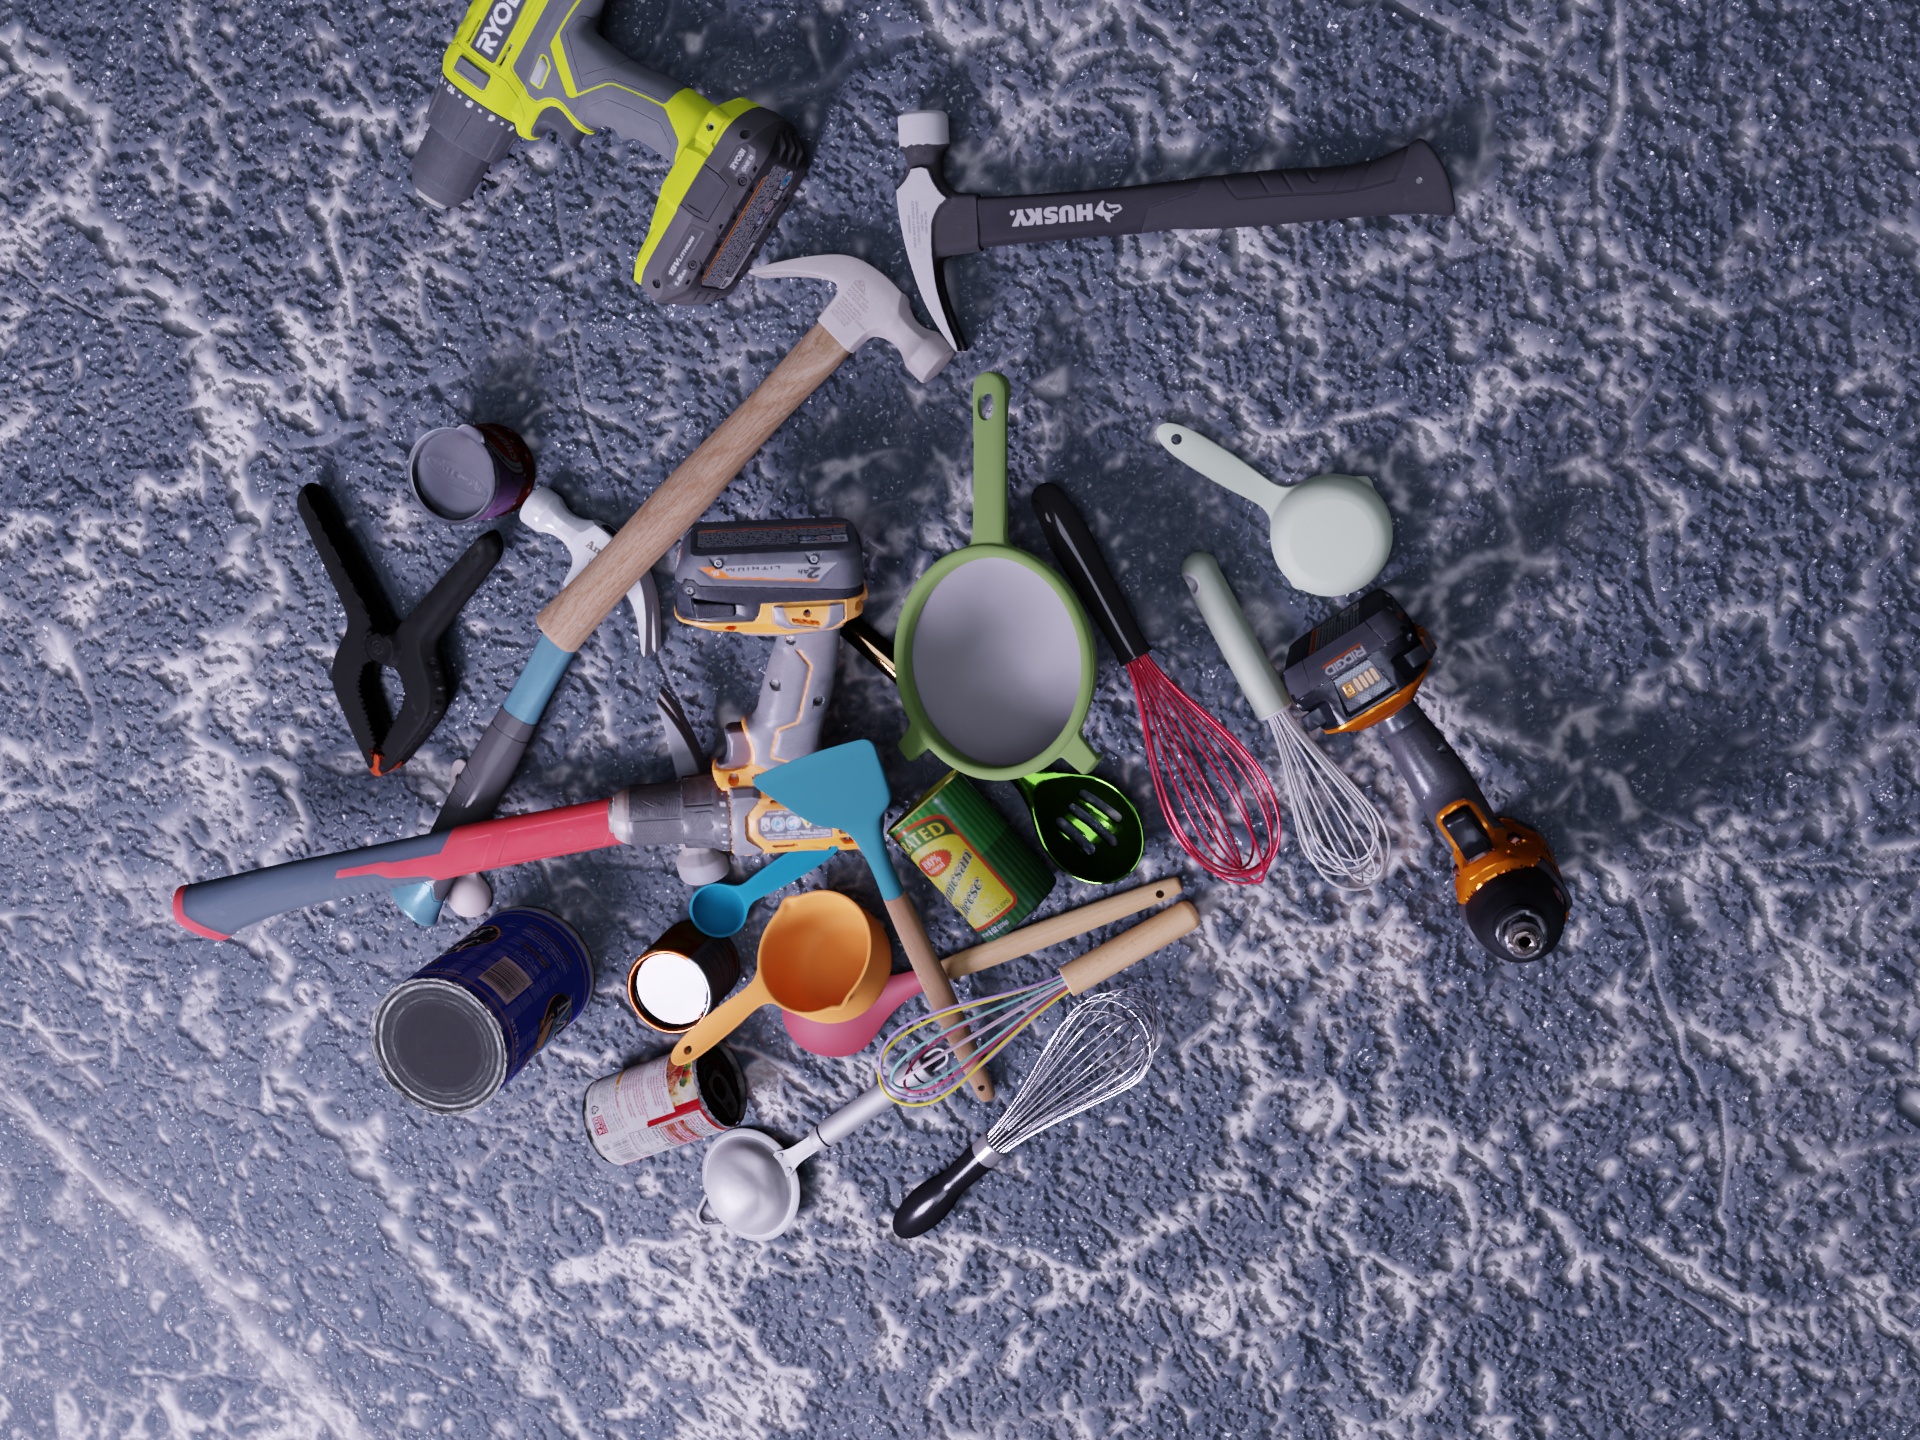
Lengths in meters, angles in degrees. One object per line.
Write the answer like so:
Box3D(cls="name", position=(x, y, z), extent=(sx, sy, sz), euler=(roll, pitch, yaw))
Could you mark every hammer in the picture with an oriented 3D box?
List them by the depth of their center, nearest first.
Box3D(cls="hammer", position=(0.128, -0.309, 0.972), extent=(0.335, 0.035, 0.146), euler=(-1, 103, 12))
Box3D(cls="hammer", position=(-0.163, -0.173, 1.053), extent=(0.331, 0.031, 0.130), euler=(-44, 89, 11))
Box3D(cls="hammer", position=(-0.366, 0.080, 1.118), extent=(0.386, 0.038, 0.143), euler=(-11, 113, 1))
Box3D(cls="hammer", position=(-0.323, 0.006, 1.140), extent=(0.128, 0.033, 0.331), euler=(33, 105, 3))

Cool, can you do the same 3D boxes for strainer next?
Box3D(cls="strainer", position=(0.034, -0.092, 1.023), extent=(0.151, 0.069, 0.256), euler=(3, 96, 35))
Box3D(cls="strainer", position=(-0.111, 0.312, 1.176), extent=(0.258, 0.050, 0.087), euler=(-37, 79, 15))

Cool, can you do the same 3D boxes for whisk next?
Box3D(cls="whisk", position=(0.208, 0.000, 1.029), extent=(0.059, 0.058, 0.246), euler=(-30, 93, -17))
Box3D(cls="whisk", position=(0.124, -0.024, 1.032), extent=(0.073, 0.073, 0.296), euler=(-29, 90, 17))
Box3D(cls="whisk", position=(0.055, 0.192, 1.079), extent=(0.245, 0.047, 0.051), euler=(-29, 125, -1))
Box3D(cls="whisk", position=(0.042, 0.285, 1.130), extent=(0.070, 0.070, 0.284), euler=(43, 114, 0))

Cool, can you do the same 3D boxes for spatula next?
Box3D(cls="spatula", position=(-0.038, 0.144, 1.071), extent=(0.082, 0.044, 0.317), euler=(-19, 115, 10))

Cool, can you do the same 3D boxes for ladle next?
Box3D(cls="ladle", position=(0.009, 0.170, 1.121), extent=(0.315, 0.031, 0.069), euler=(-23, 97, 15))

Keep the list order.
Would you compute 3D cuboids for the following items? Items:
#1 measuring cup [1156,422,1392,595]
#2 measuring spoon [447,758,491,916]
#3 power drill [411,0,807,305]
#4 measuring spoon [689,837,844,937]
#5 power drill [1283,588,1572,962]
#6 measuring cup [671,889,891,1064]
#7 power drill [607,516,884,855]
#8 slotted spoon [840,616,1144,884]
Box3D(cls="measuring cup", position=(0.194, -0.139, 0.996), extent=(0.167, 0.038, 0.083), euler=(32, 108, 1))
Box3D(cls="measuring spoon", position=(-0.373, 0.090, 1.188), extent=(0.034, 0.018, 0.124), euler=(3, 104, 12))
Box3D(cls="power drill", position=(-0.232, -0.368, 1.016), extent=(0.228, 0.080, 0.190), euler=(38, 108, 4))
Box3D(cls="measuring spoon", position=(-0.137, 0.112, 1.147), extent=(0.128, 0.021, 0.042), euler=(-31, 102, 8))
Box3D(cls="power drill", position=(0.287, 0.040, 0.956), extent=(0.084, 0.164, 0.226), euler=(-34, 93, 18))
Box3D(cls="measuring cup", position=(-0.125, 0.193, 1.118), extent=(0.173, 0.052, 0.095), euler=(-38, 58, 7))
Box3D(cls="power drill", position=(-0.144, -0.013, 1.045), extent=(0.185, 0.084, 0.226), euler=(-3, 115, -7))
Box3D(cls="slotted spoon", position=(-0.002, -0.003, 1.080), extent=(0.314, 0.031, 0.070), euler=(40, 107, 2))
